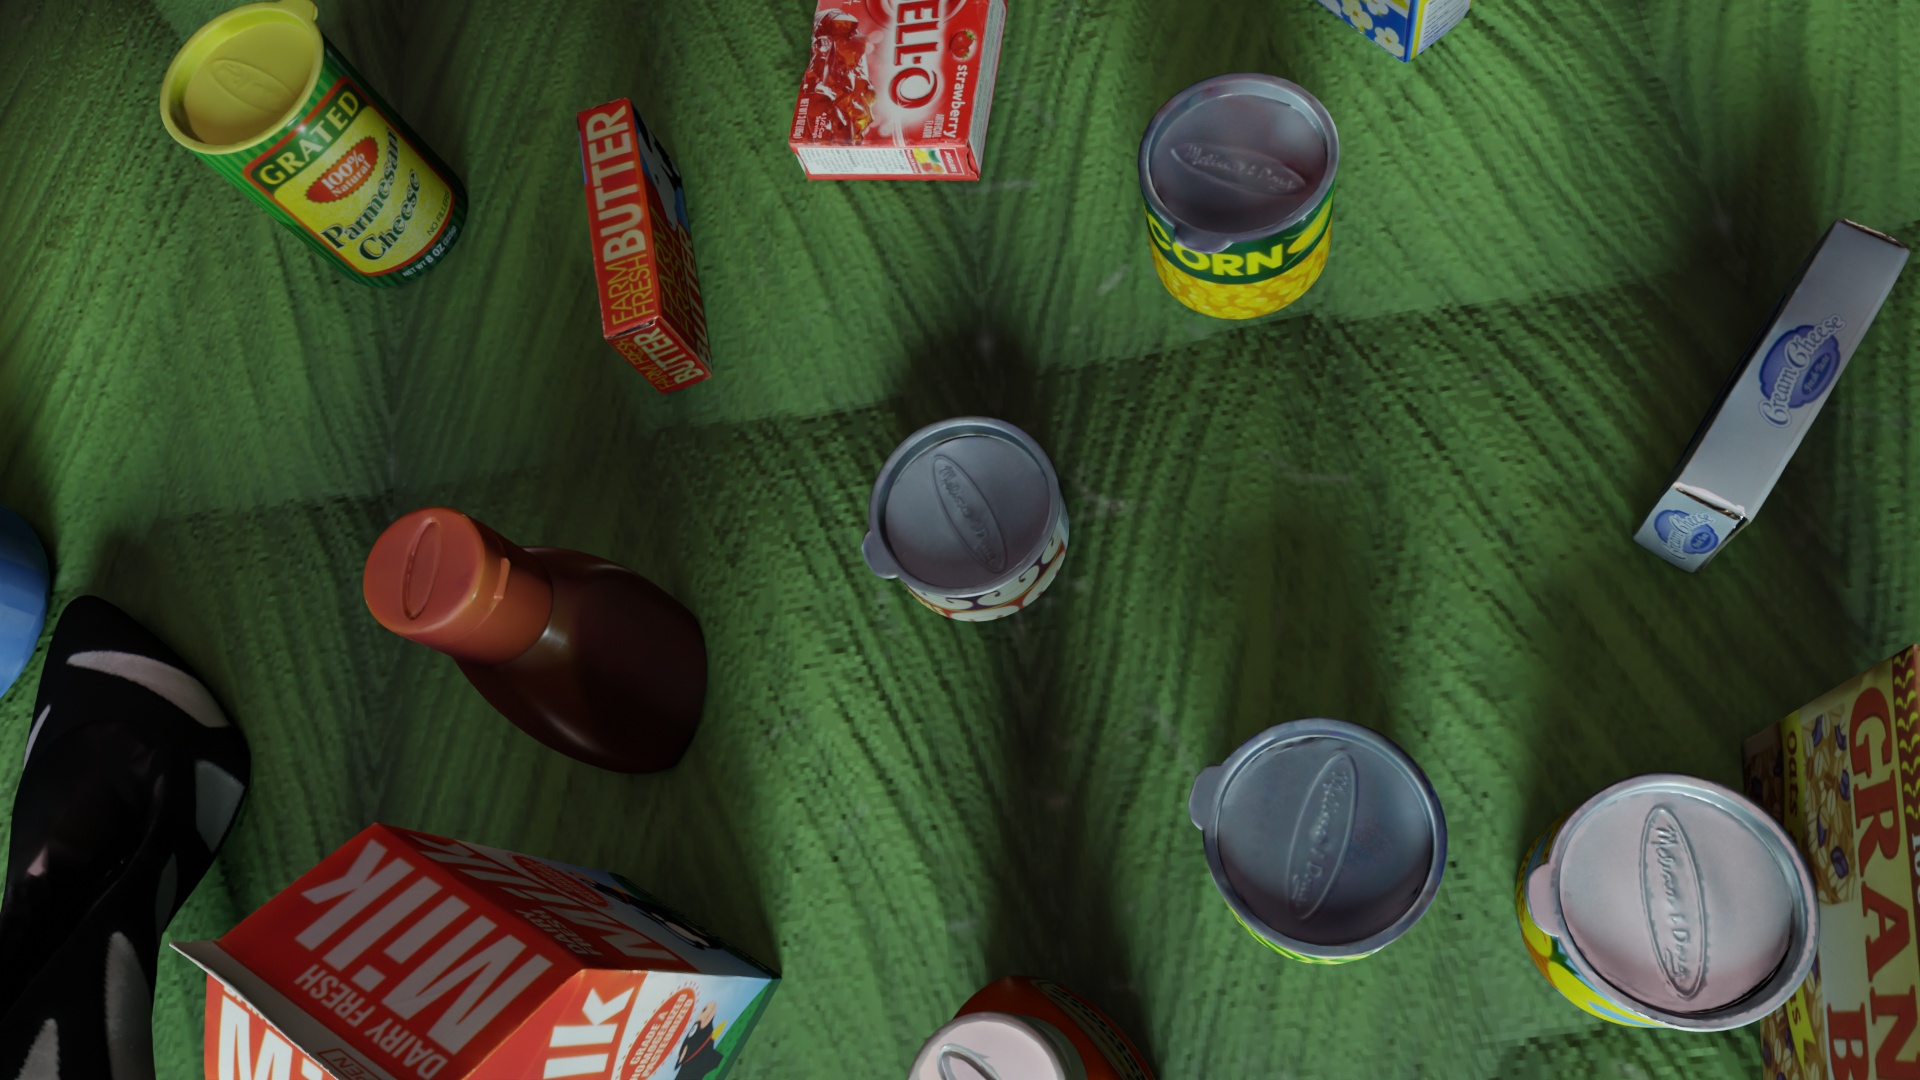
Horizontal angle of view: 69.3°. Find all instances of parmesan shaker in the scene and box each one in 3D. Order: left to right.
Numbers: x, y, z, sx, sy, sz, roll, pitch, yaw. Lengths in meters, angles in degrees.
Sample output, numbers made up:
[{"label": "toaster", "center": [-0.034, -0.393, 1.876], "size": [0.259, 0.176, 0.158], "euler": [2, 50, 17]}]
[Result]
[{"label": "parmesan shaker", "center": [-0.251, -0.155, 0.554], "size": [0.071, 0.103, 0.071], "euler": [-4, 70, 11]}]

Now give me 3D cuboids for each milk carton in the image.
[{"label": "milk carton", "center": [-0.123, 0.131, 0.376], "size": [0.072, 0.190, 0.073], "euler": [26, 78, 19]}]

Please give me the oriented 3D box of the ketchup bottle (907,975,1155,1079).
[{"label": "ketchup bottle", "center": [0.020, 0.144, 0.363], "size": [0.043, 0.148, 0.065], "euler": [-45, 68, -5]}]

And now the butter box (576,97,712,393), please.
[{"label": "butter box", "center": [-0.122, -0.114, 0.538], "size": [0.024, 0.053, 0.104], "euler": [-15, 68, 7]}]

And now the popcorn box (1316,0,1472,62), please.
[{"label": "popcorn box", "center": [0.134, -0.246, 0.512], "size": [0.038, 0.085, 0.127], "euler": [-42, 68, -4]}]

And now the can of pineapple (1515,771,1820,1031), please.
[{"label": "can of pineapple", "center": [0.192, 0.102, 0.390], "size": [0.071, 0.057, 0.071], "euler": [-4, 70, 11]}]

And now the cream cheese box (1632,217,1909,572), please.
[{"label": "cream cheese box", "center": [0.250, -0.043, 0.431], "size": [0.024, 0.053, 0.104], "euler": [32, 80, 20]}]

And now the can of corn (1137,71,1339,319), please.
[{"label": "can of corn", "center": [0.097, -0.117, 0.489], "size": [0.071, 0.058, 0.071], "euler": [-4, 70, 11]}]

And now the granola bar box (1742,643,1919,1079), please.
[{"label": "granola bar box", "center": [0.235, 0.120, 0.338], "size": [0.039, 0.124, 0.166], "euler": [2, 71, 13]}]

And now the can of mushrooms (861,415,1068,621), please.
[{"label": "can of mushrooms", "center": [0.002, -0.006, 0.483], "size": [0.071, 0.033, 0.071], "euler": [-4, 70, 11]}]

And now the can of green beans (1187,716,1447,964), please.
[{"label": "can of green beans", "center": [0.107, 0.090, 0.412], "size": [0.071, 0.057, 0.071], "euler": [-4, 70, 11]}]

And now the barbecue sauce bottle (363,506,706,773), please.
[{"label": "barbecue sauce bottle", "center": [-0.127, 0.031, 0.436], "size": [0.043, 0.148, 0.065], "euler": [0, 71, 13]}]
